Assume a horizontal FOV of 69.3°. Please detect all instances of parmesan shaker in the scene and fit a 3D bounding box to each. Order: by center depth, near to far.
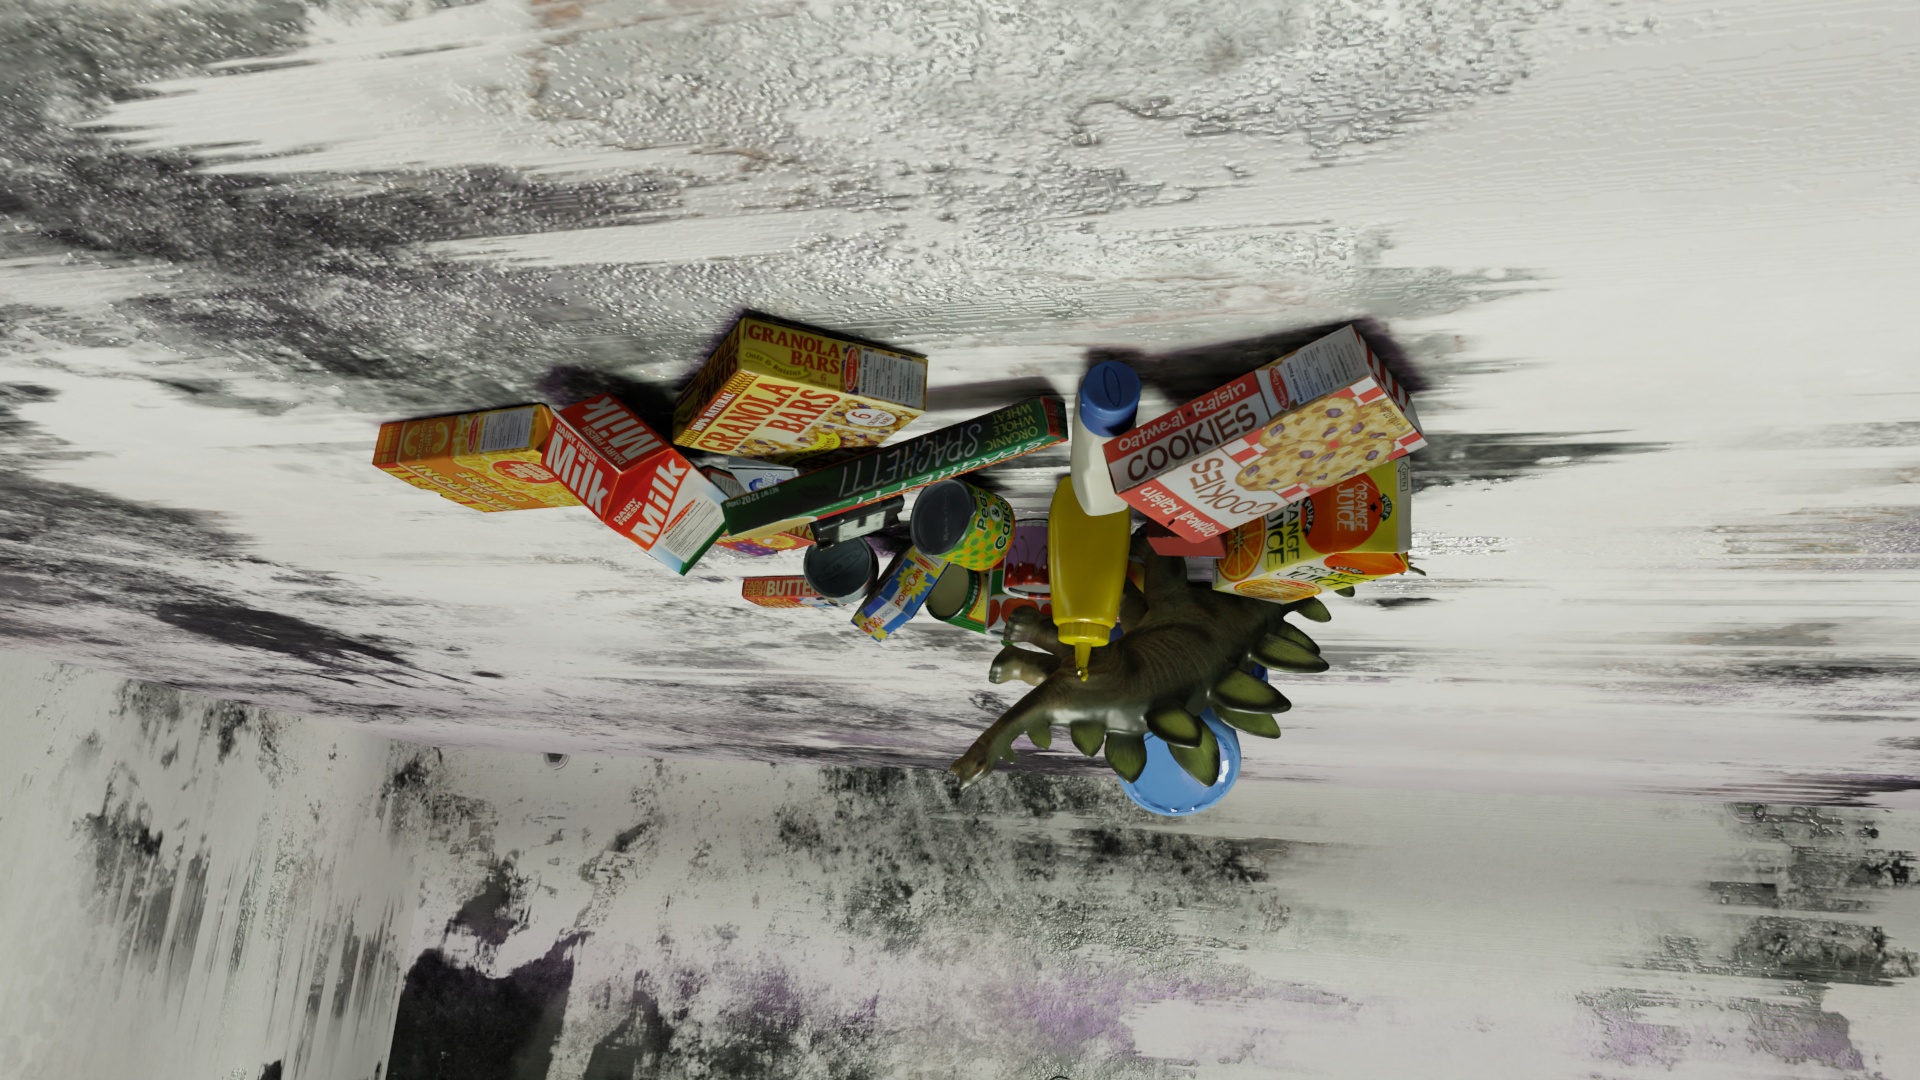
[{"bbox_3d":[0.021,0.062,1.374,0.071,0.071,0.103,-11,158,42],"label":"parmesan shaker"}]

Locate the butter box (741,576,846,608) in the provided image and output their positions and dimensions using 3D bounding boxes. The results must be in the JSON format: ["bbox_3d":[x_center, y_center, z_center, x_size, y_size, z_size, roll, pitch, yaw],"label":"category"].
[{"bbox_3d":[-0.178,0.056,1.496,0.103,0.024,0.053,-2,164,22],"label":"butter box"}]

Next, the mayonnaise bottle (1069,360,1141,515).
[{"bbox_3d":[0.095,-0.069,0.913,0.041,0.065,0.147,-9,160,-1],"label":"mayonnaise bottle"}]

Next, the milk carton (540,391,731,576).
[{"bbox_3d":[-0.237,-0.044,1.017,0.072,0.073,0.190,40,175,18],"label":"milk carton"}]

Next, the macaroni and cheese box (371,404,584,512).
[{"bbox_3d":[-0.356,-0.061,1.098,0.166,0.040,0.123,-4,162,26],"label":"macaroni and cheese box"}]

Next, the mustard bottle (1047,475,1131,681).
[{"bbox_3d":[0.097,0.030,1.078,0.065,0.160,0.048,4,165,7],"label":"mustard bottle"}]

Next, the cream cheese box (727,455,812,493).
[{"bbox_3d":[-0.146,-0.050,1.108,0.053,0.024,0.103,3,164,6],"label":"cream cheese box"}]

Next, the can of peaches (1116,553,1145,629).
[{"bbox_3d":[0.132,0.041,1.273,0.058,0.071,0.071,15,161,-30],"label":"can of peaches"}]

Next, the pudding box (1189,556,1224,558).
[{"bbox_3d":[0.187,-0.020,1.080,0.030,0.050,0.083,-2,164,17],"label":"pudding box"}]

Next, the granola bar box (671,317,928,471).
[{"bbox_3d":[-0.110,-0.092,0.923,0.124,0.039,0.165,10,164,-24],"label":"granola bar box"}]

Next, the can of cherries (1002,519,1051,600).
[{"bbox_3d":[0.073,0.018,1.229,0.071,0.058,0.071,4,164,1],"label":"can of cherries"}]

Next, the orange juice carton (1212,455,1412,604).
[{"bbox_3d":[0.277,-0.007,1.061,0.073,0.072,0.192,11,163,-23],"label":"orange juice carton"}]

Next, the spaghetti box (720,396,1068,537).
[{"bbox_3d":[-0.047,-0.048,0.957,0.250,0.028,0.050,-17,174,20],"label":"spaghetti box"}]

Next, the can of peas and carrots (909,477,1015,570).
[{"bbox_3d":[0.004,-0.014,1.122,0.071,0.071,0.059,-9,160,40],"label":"can of peas and carrots"}]

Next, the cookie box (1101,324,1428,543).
[{"bbox_3d":[0.190,-0.059,0.864,0.167,0.040,0.123,-25,153,25],"label":"cookie box"}]

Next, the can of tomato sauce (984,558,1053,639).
[{"bbox_3d":[0.059,0.048,1.292,0.071,0.083,0.071,4,164,1],"label":"can of tomato sauce"}]

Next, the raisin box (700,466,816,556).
[{"bbox_3d":[-0.193,-0.022,1.194,0.086,0.040,0.123,-12,158,42],"label":"raisin box"}]

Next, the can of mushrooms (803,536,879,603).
[{"bbox_3d":[-0.111,0.023,1.289,0.071,0.071,0.033,1,165,10],"label":"can of mushrooms"}]

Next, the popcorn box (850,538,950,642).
[{"bbox_3d":[-0.053,0.041,1.287,0.038,0.085,0.126,35,159,-6],"label":"popcorn box"}]
